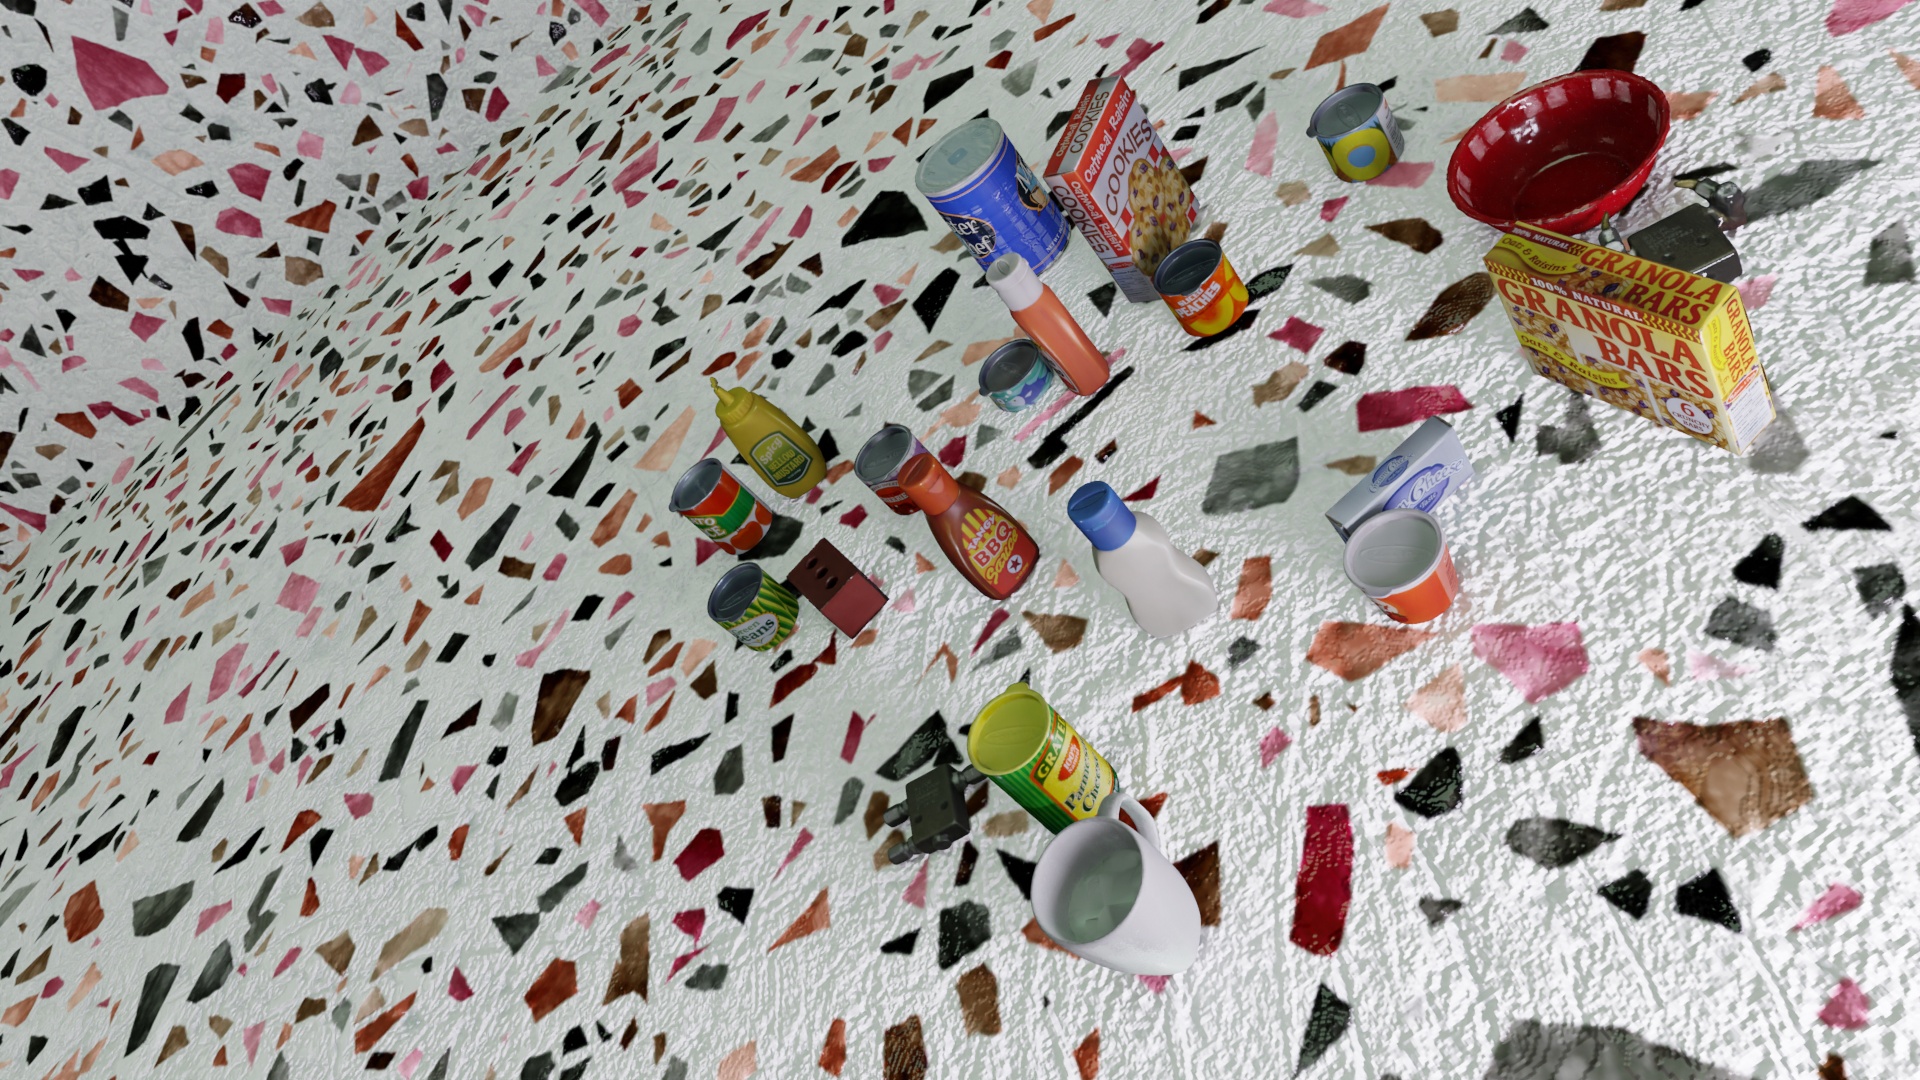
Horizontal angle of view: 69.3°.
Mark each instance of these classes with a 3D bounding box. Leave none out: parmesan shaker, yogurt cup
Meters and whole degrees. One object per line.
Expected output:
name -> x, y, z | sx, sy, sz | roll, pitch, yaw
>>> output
parmesan shaker -> 0.060, 0.155, 0.973 | 0.071, 0.103, 0.072 | -23, 43, 24
yogurt cup -> 0.298, 0.020, 0.929 | 0.072, 0.054, 0.073 | -23, 43, 24

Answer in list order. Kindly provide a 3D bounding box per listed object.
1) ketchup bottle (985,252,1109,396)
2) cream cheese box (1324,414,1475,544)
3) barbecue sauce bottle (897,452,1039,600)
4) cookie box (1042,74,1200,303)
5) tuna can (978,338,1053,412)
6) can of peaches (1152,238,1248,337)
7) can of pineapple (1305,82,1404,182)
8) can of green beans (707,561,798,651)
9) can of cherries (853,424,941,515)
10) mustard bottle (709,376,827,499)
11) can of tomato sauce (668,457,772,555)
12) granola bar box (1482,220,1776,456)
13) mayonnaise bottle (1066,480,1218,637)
ketchup bottle -> 0.077, -0.194, 1.238 | 0.043, 0.148, 0.065 | -39, 39, 7
cream cheese box -> 0.308, -0.033, 0.969 | 0.104, 0.053, 0.024 | -43, 39, 1
barbecue sauce bottle -> 0.004, -0.014, 1.138 | 0.044, 0.148, 0.065 | 23, 73, 49
cookie box -> 0.150, -0.320, 1.274 | 0.040, 0.167, 0.123 | 0, 56, 41
tuna can -> 0.051, -0.154, 1.317 | 0.071, 0.032, 0.071 | -23, 43, 24
can of peaches -> 0.211, -0.219, 1.217 | 0.071, 0.058, 0.071 | -23, 43, 24
can of pineapple -> 0.348, -0.358, 1.225 | 0.071, 0.057, 0.071 | -23, 43, 24
can of green beans -> -0.195, 0.063, 1.313 | 0.071, 0.057, 0.071 | -23, 43, 24
can of cherries -> -0.058, -0.064, 1.309 | 0.071, 0.058, 0.072 | -23, 43, 24
mustard bottle -> -0.200, -0.108, 1.391 | 0.065, 0.160, 0.049 | -38, 39, 7
can of tomato sauce -> -0.245, -0.032, 1.422 | 0.071, 0.083, 0.071 | -23, 43, 24
granola bar box -> 0.430, -0.133, 0.897 | 0.039, 0.124, 0.166 | -46, 39, -2
mayonnaise bottle -> 0.129, 0.013, 1.006 | 0.064, 0.147, 0.041 | -28, 41, 19
